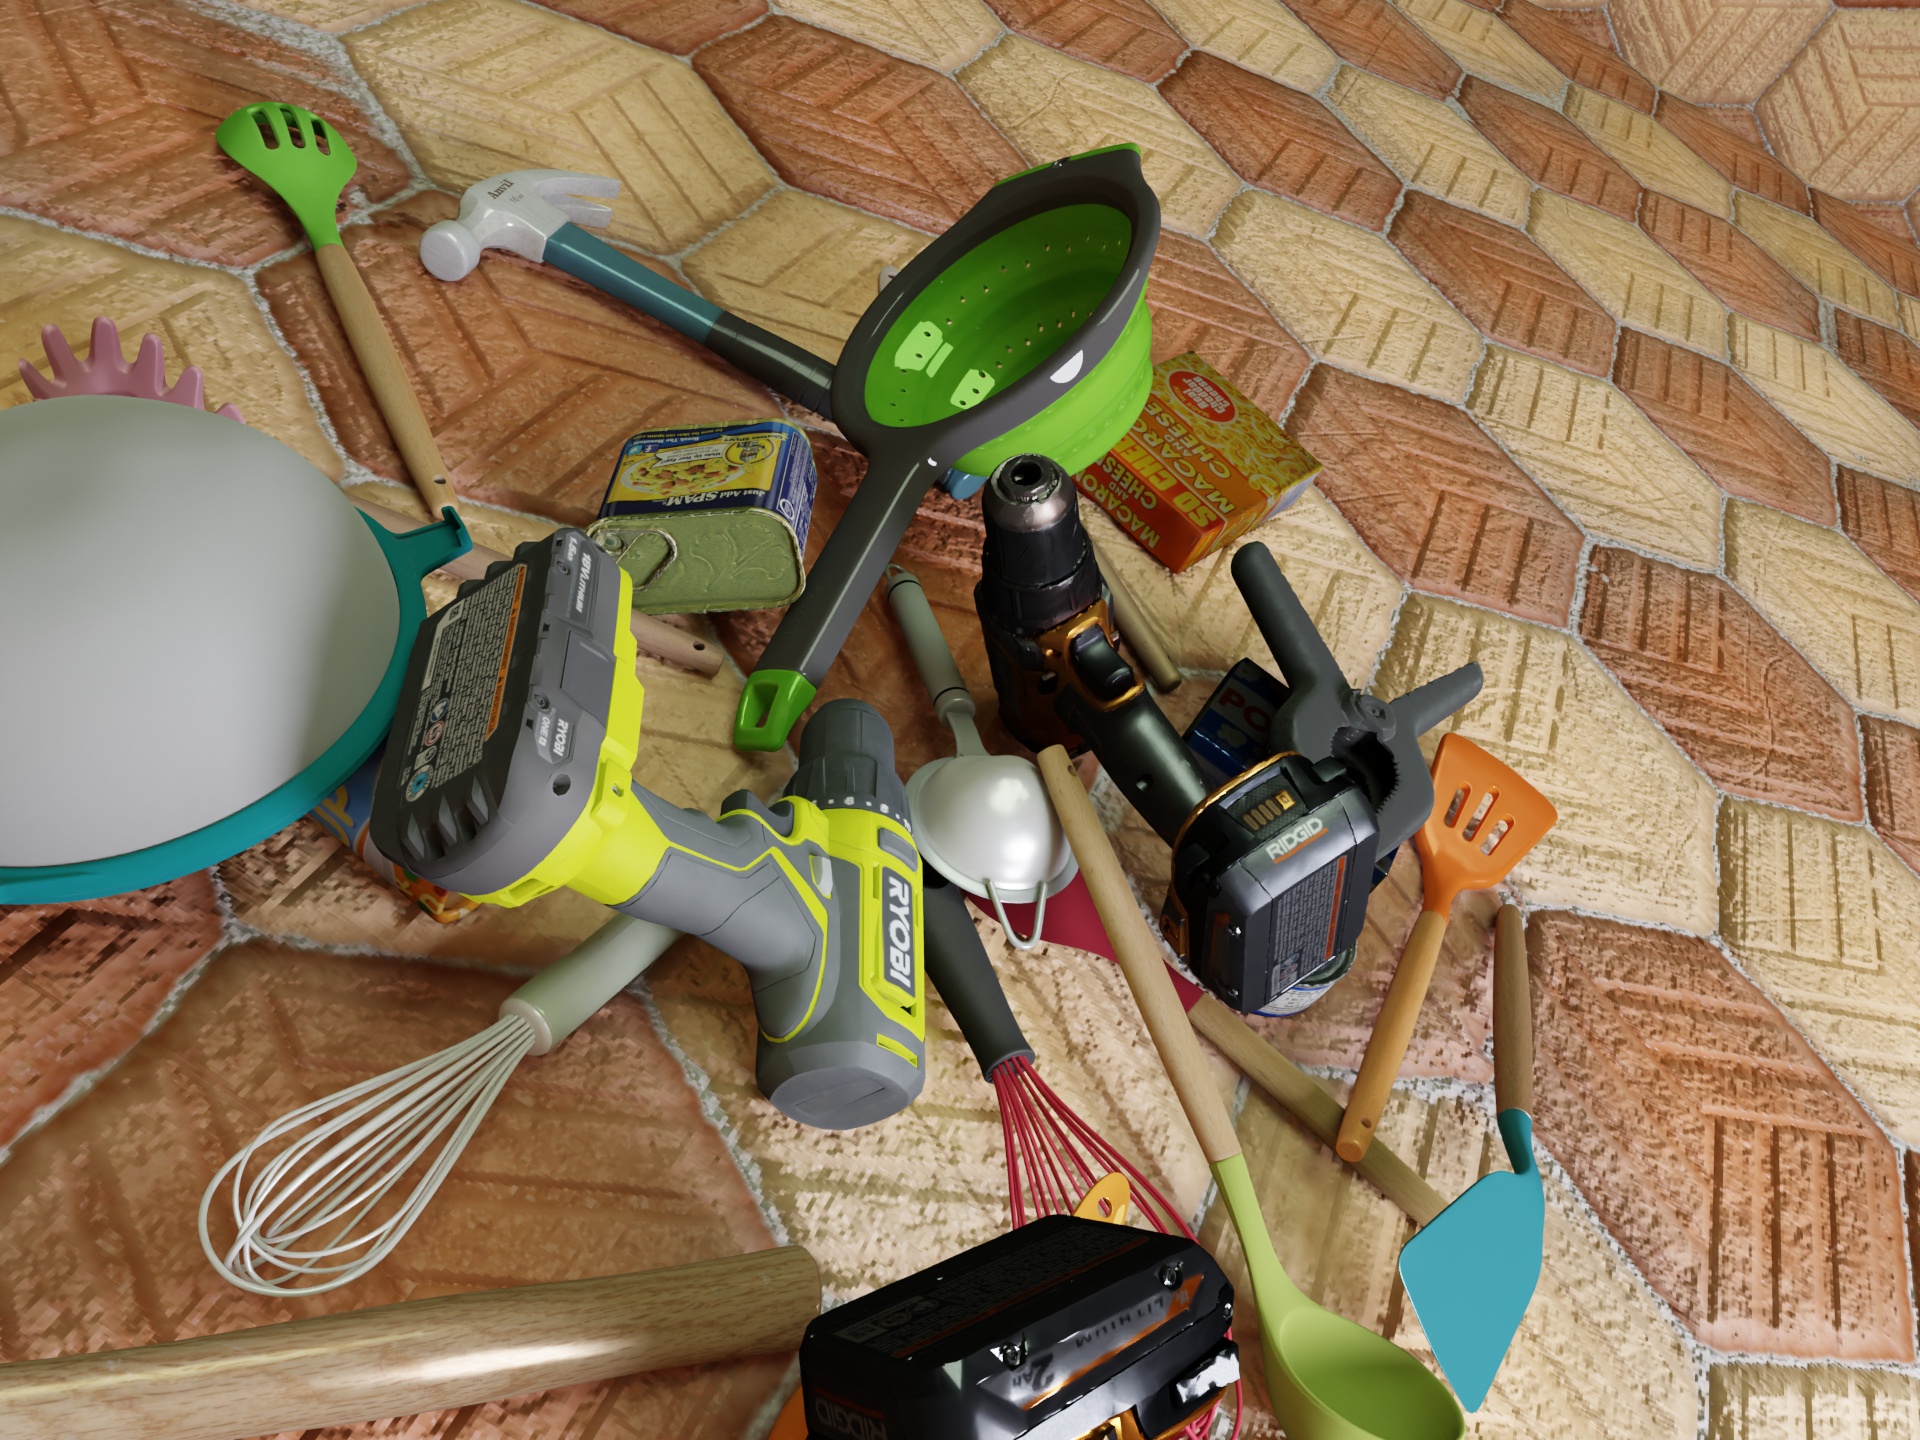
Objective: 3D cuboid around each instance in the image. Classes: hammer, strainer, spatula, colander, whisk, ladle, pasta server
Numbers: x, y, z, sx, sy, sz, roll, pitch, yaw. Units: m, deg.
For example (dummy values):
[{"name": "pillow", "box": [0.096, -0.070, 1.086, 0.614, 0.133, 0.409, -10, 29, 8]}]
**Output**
[{"name": "hammer", "box": [-0.186, 0.191, 0.461, 0.331, 0.031, 0.130, 7, 84, -37]}, {"name": "strainer", "box": [-0.314, -0.002, 0.505, 0.211, 0.095, 0.341, 9, 47, 7]}, {"name": "spatula", "box": [0.249, 0.173, 0.748, 0.082, 0.044, 0.318, 62, 27, -15]}, {"name": "colander", "box": [0.004, -0.128, 0.826, 0.094, 0.204, 0.397, 47, 58, -37]}, {"name": "whisk", "box": [0.028, 0.155, 0.639, 0.073, 0.073, 0.296, -2, 46, -33]}, {"name": "hammer", "box": [-0.129, -0.217, 0.910, 0.331, 0.033, 0.128, 28, 43, -5]}, {"name": "ladle", "box": [0.125, 0.148, 0.726, 0.315, 0.031, 0.069, 40, 45, 6]}, {"name": "pasta server", "box": [-0.253, -0.089, 0.712, 0.316, 0.040, 0.060, 23, 55, -12]}, {"name": "whisk", "box": [-0.162, 0.114, 0.570, 0.059, 0.057, 0.246, 32, 37, 12]}, {"name": "strainer", "box": [-0.001, -0.002, 0.760, 0.086, 0.050, 0.259, 4, 38, -24]}, {"name": "spatula", "box": [0.240, 0.110, 0.808, 0.081, 0.041, 0.323, 38, 37, 5]}, {"name": "ladle", "box": [0.106, 0.148, 0.646, 0.078, 0.062, 0.320, 4, 59, -55]}]

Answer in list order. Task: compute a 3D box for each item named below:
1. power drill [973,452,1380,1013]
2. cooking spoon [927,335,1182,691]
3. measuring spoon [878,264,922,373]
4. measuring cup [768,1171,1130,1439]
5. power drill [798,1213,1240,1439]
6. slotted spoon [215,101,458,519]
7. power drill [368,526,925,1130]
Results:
[{"name": "power drill", "box": [0.082, -0.001, 0.704, 0.084, 0.185, 0.226, -31, 57, -12]}, {"name": "cooking spoon", "box": [0.045, -0.144, 0.951, 0.319, 0.017, 0.068, 59, 17, 25]}, {"name": "measuring spoon", "box": [-0.037, -0.259, 1.015, 0.034, 0.018, 0.124, 11, 45, -22]}, {"name": "measuring cup", "box": [0.001, 0.222, 0.535, 0.095, 0.052, 0.174, 50, 51, -10]}, {"name": "power drill", "box": [0.045, 0.270, 0.466, 0.164, 0.084, 0.226, -10, 89, -37]}, {"name": "slotted spoon", "box": [-0.310, -0.220, 0.809, 0.070, 0.031, 0.314, -9, 58, -37]}, {"name": "power drill", "box": [-0.096, 0.030, 0.609, 0.228, 0.080, 0.191, 39, 35, -39]}]
